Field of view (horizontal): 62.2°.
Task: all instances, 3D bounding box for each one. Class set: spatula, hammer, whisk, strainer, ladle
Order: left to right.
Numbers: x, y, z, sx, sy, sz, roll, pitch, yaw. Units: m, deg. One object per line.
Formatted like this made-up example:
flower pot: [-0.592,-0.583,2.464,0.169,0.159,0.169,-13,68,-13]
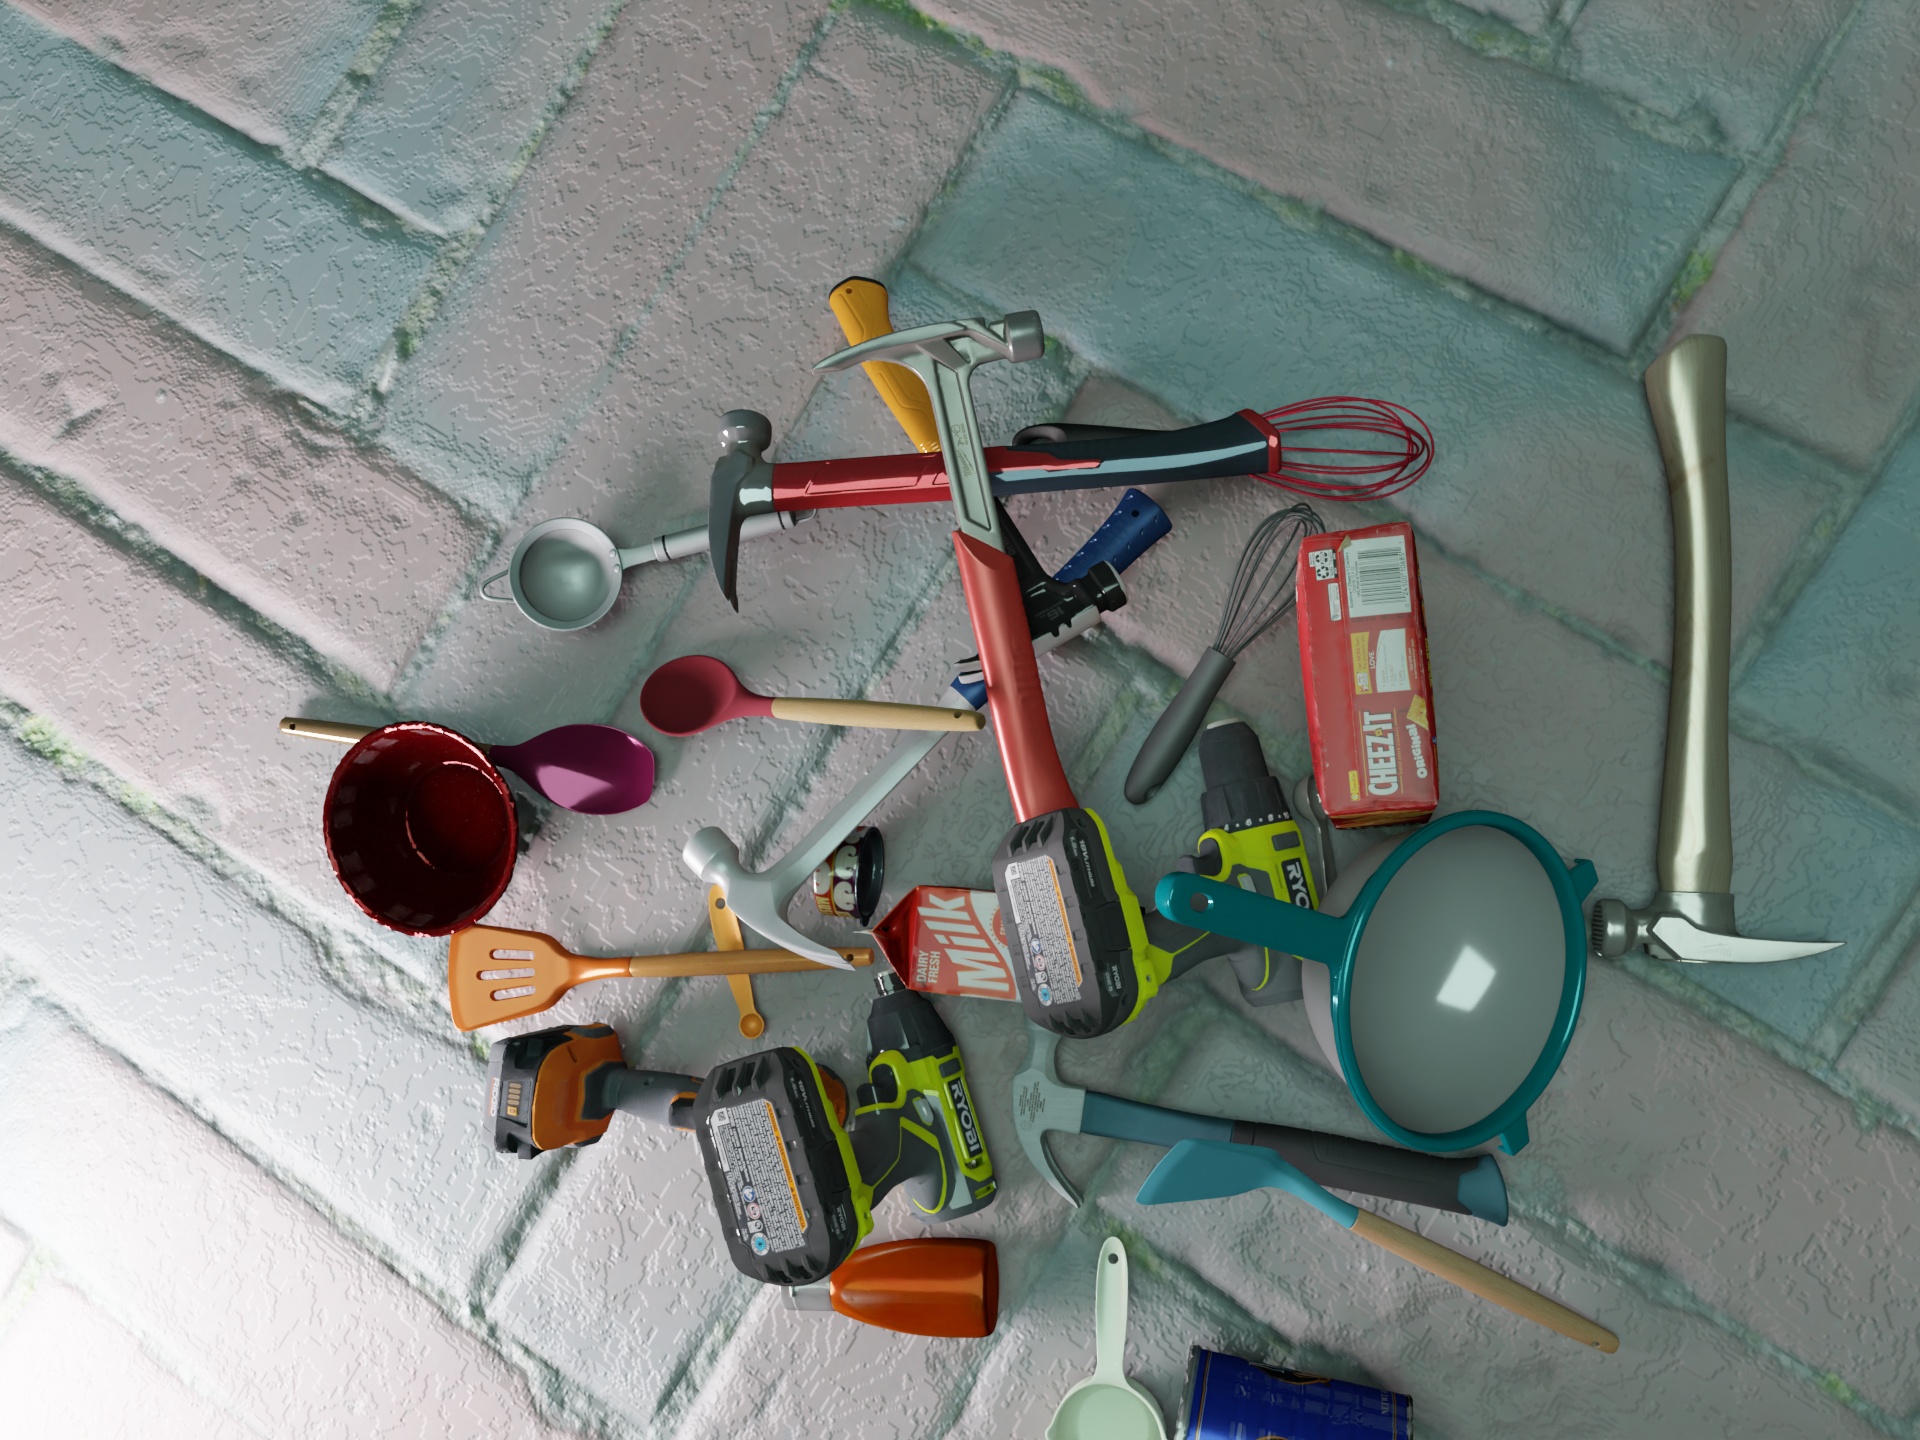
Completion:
strainer: [-0.231,-0.126,1.199,0.258,0.050,0.087,-14,87,5]
spatula: [-0.219,0.179,1.155,0.322,0.041,0.081,-5,82,15]
ladle: [-0.108,-0.009,1.103,0.315,0.031,0.069,5,61,39]
hammer: [-0.017,-0.185,1.128,0.127,0.034,0.337,-29,67,-1]
hammer: [-0.002,-0.003,1.095,0.405,0.035,0.144,-45,66,-8]
hammer: [0.013,-0.075,1.028,0.149,0.037,0.359,-12,96,-1]
hammer: [0.020,-0.154,1.070,0.386,0.038,0.143,-3,70,9]
whisk: [0.177,-0.191,1.111,0.296,0.073,0.073,4,85,19]
whisk: [0.181,-0.044,1.100,0.055,0.055,0.239,33,96,14]
hammer: [0.195,0.282,1.063,0.331,0.033,0.128,8,85,13]
strainer: [0.235,0.138,0.975,0.340,0.095,0.211,18,86,-28]
spatula: [0.270,0.337,1.009,0.317,0.044,0.082,25,131,2]
hammer: [0.492,-0.049,1.035,0.146,0.038,0.411,2,84,11]

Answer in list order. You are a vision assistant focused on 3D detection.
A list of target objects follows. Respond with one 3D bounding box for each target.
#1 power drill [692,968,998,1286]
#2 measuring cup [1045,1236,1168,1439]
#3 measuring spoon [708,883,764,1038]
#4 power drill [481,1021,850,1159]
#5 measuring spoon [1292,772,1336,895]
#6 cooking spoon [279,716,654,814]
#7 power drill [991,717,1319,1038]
power drill: [-0.067,0.257,1.026,0.080,0.223,0.171,-22,80,27]
measuring cup: [0.102,0.430,1.065,0.083,0.038,0.168,1,82,12]
measuring spoon: [-0.164,0.176,1.166,0.021,0.011,0.117,-20,76,13]
power drill: [-0.206,0.264,1.086,0.226,0.164,0.084,4,87,15]
measuring spoon: [0.242,0.098,1.079,0.018,0.034,0.124,-10,86,34]
cooking spoon: [-0.383,0.023,1.225,0.319,0.017,0.069,7,95,13]
power drill: [0.136,0.100,1.018,0.080,0.228,0.191,-24,76,51]
